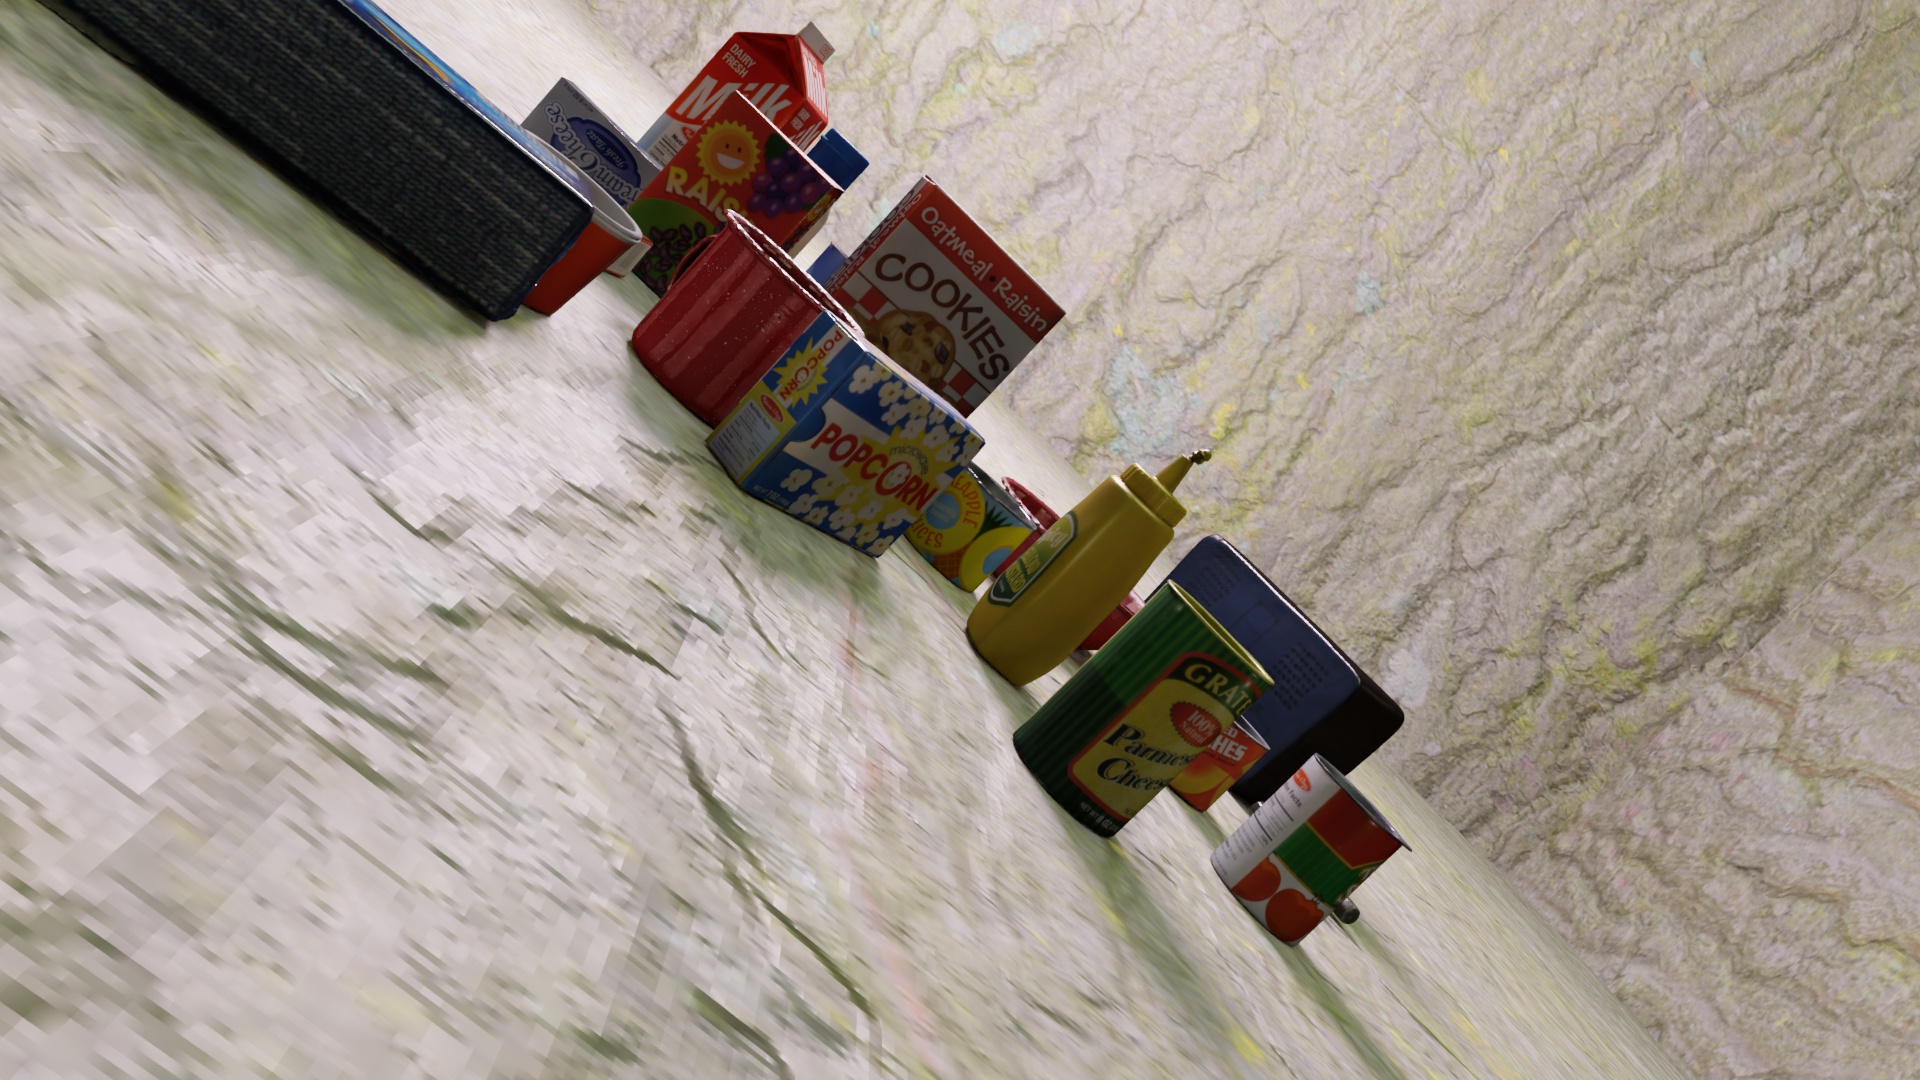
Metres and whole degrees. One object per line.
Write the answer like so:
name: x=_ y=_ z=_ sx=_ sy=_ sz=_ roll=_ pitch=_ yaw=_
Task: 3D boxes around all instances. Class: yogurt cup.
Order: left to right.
yogurt cup: x=-0.180 y=-0.135 z=0.599 sx=0.072 sy=0.054 sz=0.072 roll=43 pitch=8 yaw=-7

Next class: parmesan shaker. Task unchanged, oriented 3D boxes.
parmesan shaker: x=0.084 y=0.078 z=0.635 sx=0.071 sy=0.103 sz=0.071 roll=43 pitch=8 yaw=-7

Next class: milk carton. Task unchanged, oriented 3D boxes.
milk carton: x=-0.164 y=-0.294 z=1.004 sx=0.073 sy=0.190 sz=0.072 roll=45 pitch=7 yaw=4

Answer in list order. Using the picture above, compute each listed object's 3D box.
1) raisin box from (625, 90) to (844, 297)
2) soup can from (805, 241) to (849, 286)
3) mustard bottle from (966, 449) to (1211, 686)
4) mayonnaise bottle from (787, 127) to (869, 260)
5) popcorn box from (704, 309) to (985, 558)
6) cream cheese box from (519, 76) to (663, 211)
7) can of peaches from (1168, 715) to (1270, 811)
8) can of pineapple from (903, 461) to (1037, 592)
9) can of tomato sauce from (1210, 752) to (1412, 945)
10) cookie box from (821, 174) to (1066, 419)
raisin box: x=-0.145 y=-0.199 z=0.853 sx=0.086 sy=0.123 sz=0.040 roll=44 pitch=7 yaw=-2
soup can: x=-0.109 y=-0.192 z=1.131 sx=0.071 sy=0.083 sz=0.071 roll=43 pitch=8 yaw=-7
mustard bottle: x=0.072 y=0.006 z=0.741 sx=0.049 sy=0.160 sz=0.065 roll=42 pitch=8 yaw=-17
mayonnaise bottle: x=-0.126 y=-0.221 z=0.972 sx=0.041 sy=0.148 sz=0.065 roll=39 pitch=9 yaw=-37
popcorn box: x=-0.052 y=-0.047 z=0.674 sx=0.038 sy=0.085 sz=0.126 roll=48 pitch=9 yaw=30
cream cheese box: x=-0.231 y=-0.240 z=0.889 sx=0.104 sy=0.053 sz=0.024 roll=43 pitch=8 yaw=-6
can of peaches: x=0.149 y=0.127 z=0.869 sx=0.071 sy=0.058 sz=0.071 roll=43 pitch=8 yaw=-7
can of pineapple: x=0.003 y=-0.011 z=0.853 sx=0.071 sy=0.058 sz=0.071 roll=43 pitch=8 yaw=-7
can of tomato sauce: x=0.190 y=0.170 z=0.758 sx=0.071 sy=0.083 sz=0.071 roll=43 pitch=8 yaw=-7
cookie box: x=-0.033 y=-0.130 z=0.891 sx=0.123 sy=0.167 sz=0.040 roll=40 pitch=8 yaw=-26
